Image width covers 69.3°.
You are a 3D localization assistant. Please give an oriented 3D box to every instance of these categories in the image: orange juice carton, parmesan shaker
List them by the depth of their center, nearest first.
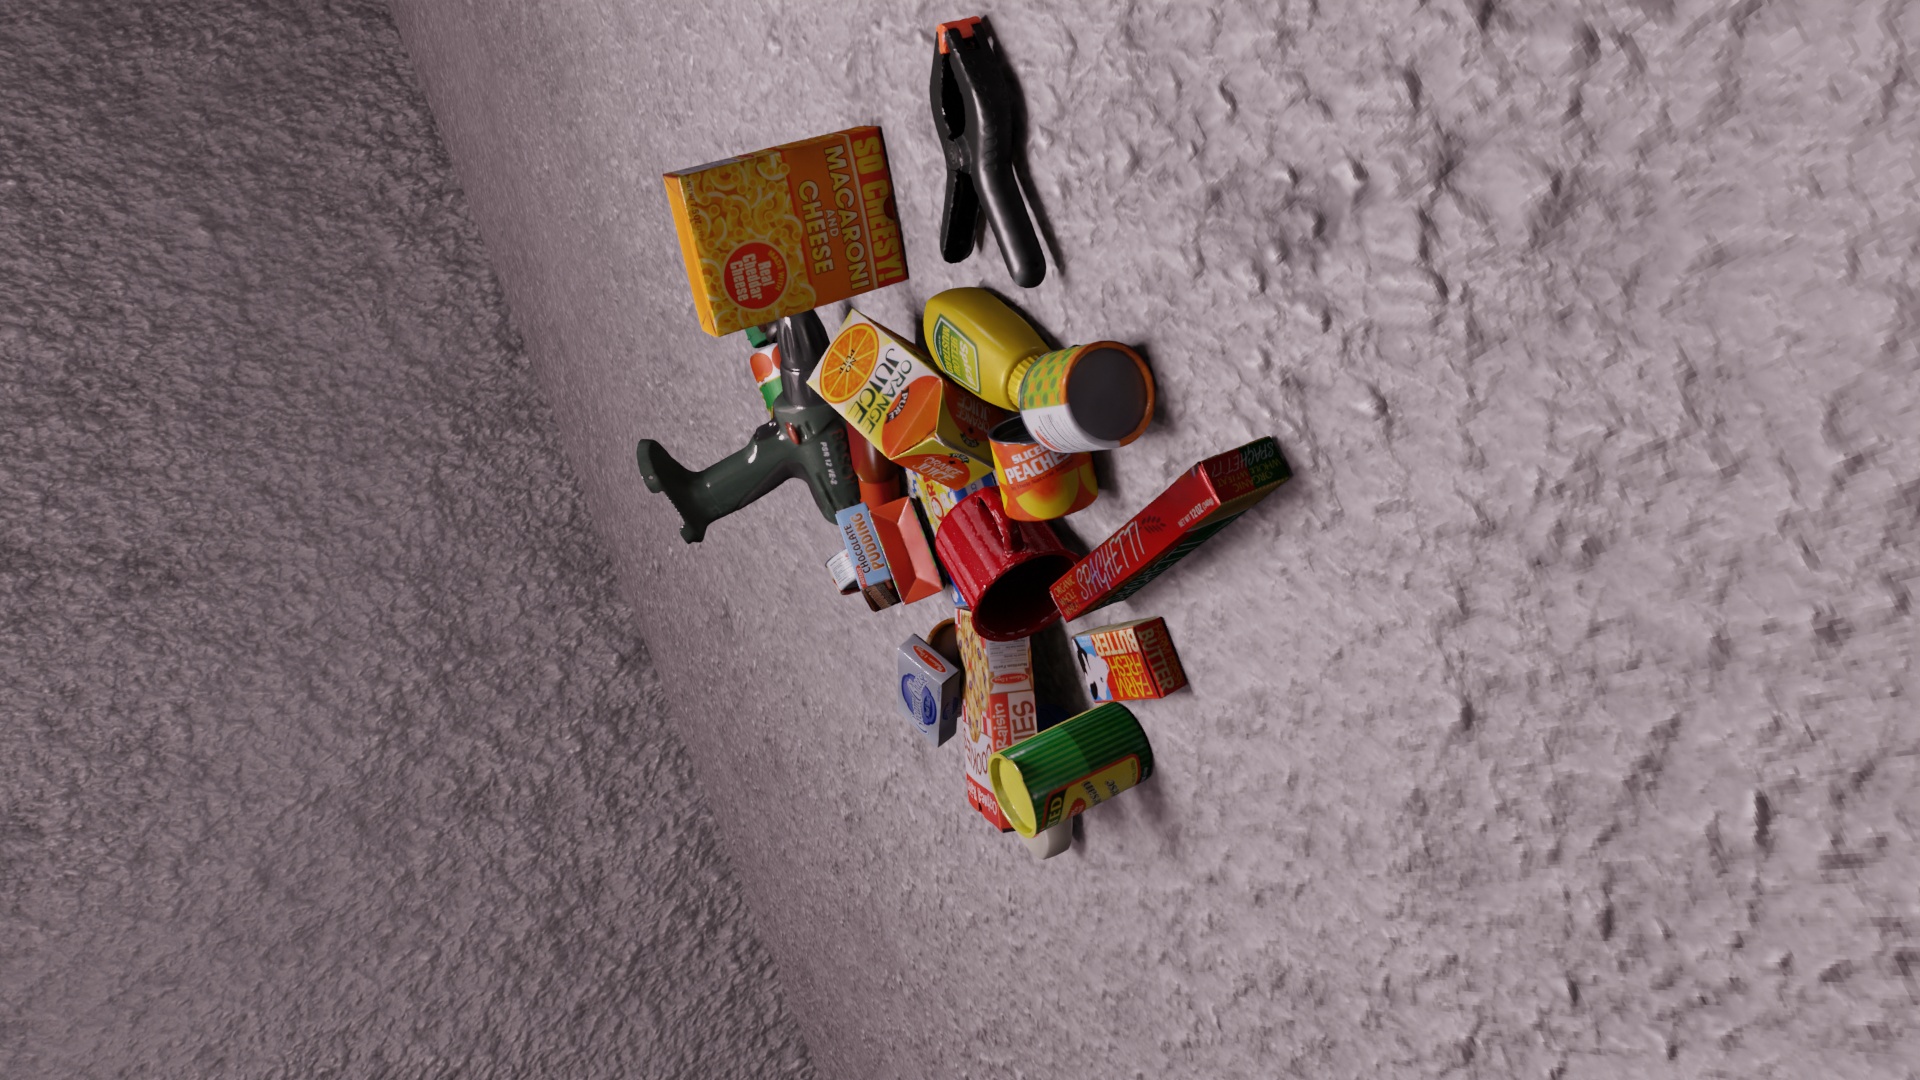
[{"bbox_3d":[0.081,0.165,1.018,0.071,0.103,0.071,49,151,40],"label":"parmesan shaker"},{"bbox_3d":[-0.035,-0.101,1.058,0.073,0.072,0.193,-57,41,9],"label":"orange juice carton"}]

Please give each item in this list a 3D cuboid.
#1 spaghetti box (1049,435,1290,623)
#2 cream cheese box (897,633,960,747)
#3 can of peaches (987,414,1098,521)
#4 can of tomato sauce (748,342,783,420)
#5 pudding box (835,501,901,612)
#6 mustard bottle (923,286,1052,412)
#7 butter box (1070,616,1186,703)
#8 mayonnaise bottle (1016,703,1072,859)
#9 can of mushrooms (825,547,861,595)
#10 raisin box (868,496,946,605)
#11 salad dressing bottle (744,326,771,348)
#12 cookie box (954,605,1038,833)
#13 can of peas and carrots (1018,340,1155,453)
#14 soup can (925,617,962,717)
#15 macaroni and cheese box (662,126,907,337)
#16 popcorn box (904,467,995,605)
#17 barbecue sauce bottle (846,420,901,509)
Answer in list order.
[{"bbox_3d":[0.120,0.000,0.856,0.029,0.050,0.249,66,158,11],"label":"spaghetti box"},{"bbox_3d":[-0.028,0.127,1.173,0.053,0.024,0.103,38,149,25],"label":"cream cheese box"},{"bbox_3d":[0.056,-0.050,0.934,0.071,0.071,0.058,27,134,59],"label":"can of peaches"},{"bbox_3d":[-0.164,-0.148,1.355,0.083,0.071,0.071,69,158,2],"label":"can of tomato sauce"},{"bbox_3d":[-0.080,0.014,1.209,0.049,0.030,0.084,67,-178,-60],"label":"pudding box"},{"bbox_3d":[0.030,-0.124,0.956,0.161,0.049,0.065,42,147,48],"label":"mustard bottle"},{"bbox_3d":[0.116,0.085,0.973,0.103,0.024,0.053,-22,89,68],"label":"butter box"},{"bbox_3d":[0.070,0.198,1.154,0.065,0.041,0.147,52,152,42],"label":"mayonnaise bottle"},{"bbox_3d":[-0.094,0.024,1.354,0.033,0.071,0.070,63,157,13],"label":"can of mushrooms"},{"bbox_3d":[-0.044,0.008,1.199,0.123,0.040,0.086,-43,-69,-89],"label":"raisin box"},{"bbox_3d":[-0.225,-0.271,1.425,0.147,0.044,0.064,67,156,2],"label":"salad dressing bottle"},{"bbox_3d":[0.029,0.137,1.113,0.123,0.040,0.167,176,90,-79],"label":"cookie box"},{"bbox_3d":[0.079,-0.090,0.855,0.058,0.071,0.071,1,110,66],"label":"can of peas and carrots"},{"bbox_3d":[-0.009,0.111,1.225,0.071,0.071,0.083,61,156,19],"label":"soup can"},{"bbox_3d":[-0.130,-0.239,1.069,0.040,0.167,0.123,31,137,56],"label":"macaroni and cheese box"},{"bbox_3d":[0.004,-0.014,1.126,0.085,0.038,0.126,-15,95,67],"label":"popcorn box"},{"bbox_3d":[-0.078,-0.091,1.241,0.065,0.044,0.147,-119,19,-54],"label":"barbecue sauce bottle"}]
